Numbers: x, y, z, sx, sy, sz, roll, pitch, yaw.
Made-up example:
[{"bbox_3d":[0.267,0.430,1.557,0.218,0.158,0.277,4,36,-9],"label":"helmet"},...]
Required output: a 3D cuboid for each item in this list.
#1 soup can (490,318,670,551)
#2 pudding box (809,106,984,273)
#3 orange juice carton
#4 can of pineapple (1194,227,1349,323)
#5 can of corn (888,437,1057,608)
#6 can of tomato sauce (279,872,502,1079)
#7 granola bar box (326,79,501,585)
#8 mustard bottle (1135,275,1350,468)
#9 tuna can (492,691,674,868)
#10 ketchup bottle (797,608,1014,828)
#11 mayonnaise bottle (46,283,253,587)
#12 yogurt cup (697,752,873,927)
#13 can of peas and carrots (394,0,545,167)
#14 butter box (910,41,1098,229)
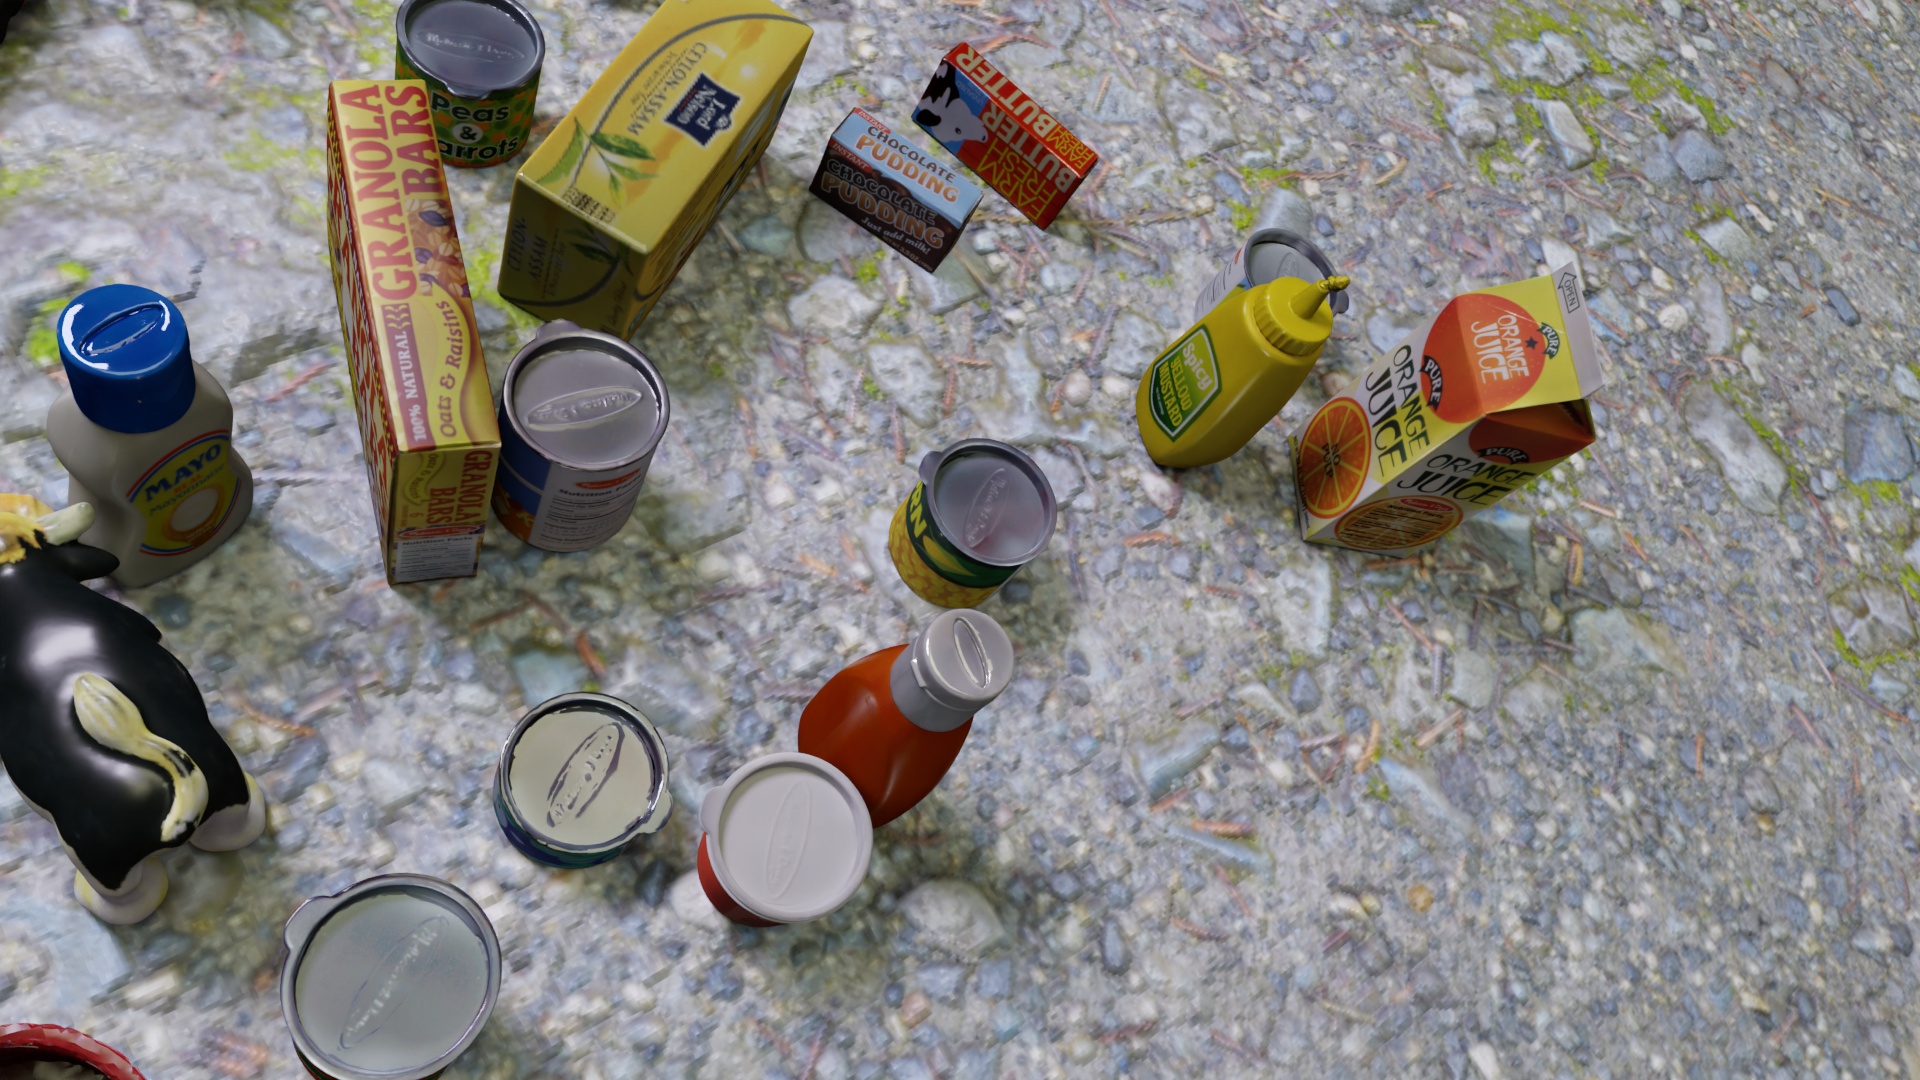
[{"bbox_3d":[-0.166,-0.043,0.596,0.071,0.083,0.071,10,62,-19],"label":"soup can"},{"bbox_3d":[-0.035,-0.188,0.748,0.084,0.049,0.030,34,57,-6],"label":"pudding box"},{"bbox_3d":[0.260,-0.064,0.731,0.073,0.191,0.072,9,62,-20],"label":"orange juice carton"},{"bbox_3d":[0.180,-0.138,0.813,0.071,0.057,0.071,10,62,-19],"label":"can of pineapple"},{"bbox_3d":[0.002,-0.008,0.669,0.071,0.058,0.071,10,62,-19],"label":"can of corn"},{"bbox_3d":[-0.200,0.156,0.482,0.071,0.082,0.071,10,62,-19],"label":"can of tomato sauce"},{"bbox_3d":[-0.226,-0.081,0.564,0.039,0.123,0.166,-8,69,-27],"label":"granola bar box"},{"bbox_3d":[0.146,-0.094,0.715,0.049,0.159,0.065,-2,66,-25],"label":"mustard bottle"},{"bbox_3d":[-0.152,0.099,0.562,0.071,0.032,0.071,10,62,-19],"label":"tuna can"},{"bbox_3d":[-0.024,0.071,0.563,0.044,0.148,0.065,-13,71,-29],"label":"ketchup bottle"},{"bbox_3d":[-0.291,-0.036,0.498,0.041,0.147,0.065,44,56,1],"label":"mayonnaise bottle"},{"bbox_3d":[-0.076,0.126,0.569,0.072,0.053,0.072,10,62,-19],"label":"yogurt cup"},{"bbox_3d":[-0.237,-0.221,0.668,0.071,0.058,0.071,10,62,-19],"label":"can of peas and carrots"},{"bbox_3d":[0.025,-0.230,0.793,0.103,0.053,0.024,40,56,-1],"label":"butter box"}]
